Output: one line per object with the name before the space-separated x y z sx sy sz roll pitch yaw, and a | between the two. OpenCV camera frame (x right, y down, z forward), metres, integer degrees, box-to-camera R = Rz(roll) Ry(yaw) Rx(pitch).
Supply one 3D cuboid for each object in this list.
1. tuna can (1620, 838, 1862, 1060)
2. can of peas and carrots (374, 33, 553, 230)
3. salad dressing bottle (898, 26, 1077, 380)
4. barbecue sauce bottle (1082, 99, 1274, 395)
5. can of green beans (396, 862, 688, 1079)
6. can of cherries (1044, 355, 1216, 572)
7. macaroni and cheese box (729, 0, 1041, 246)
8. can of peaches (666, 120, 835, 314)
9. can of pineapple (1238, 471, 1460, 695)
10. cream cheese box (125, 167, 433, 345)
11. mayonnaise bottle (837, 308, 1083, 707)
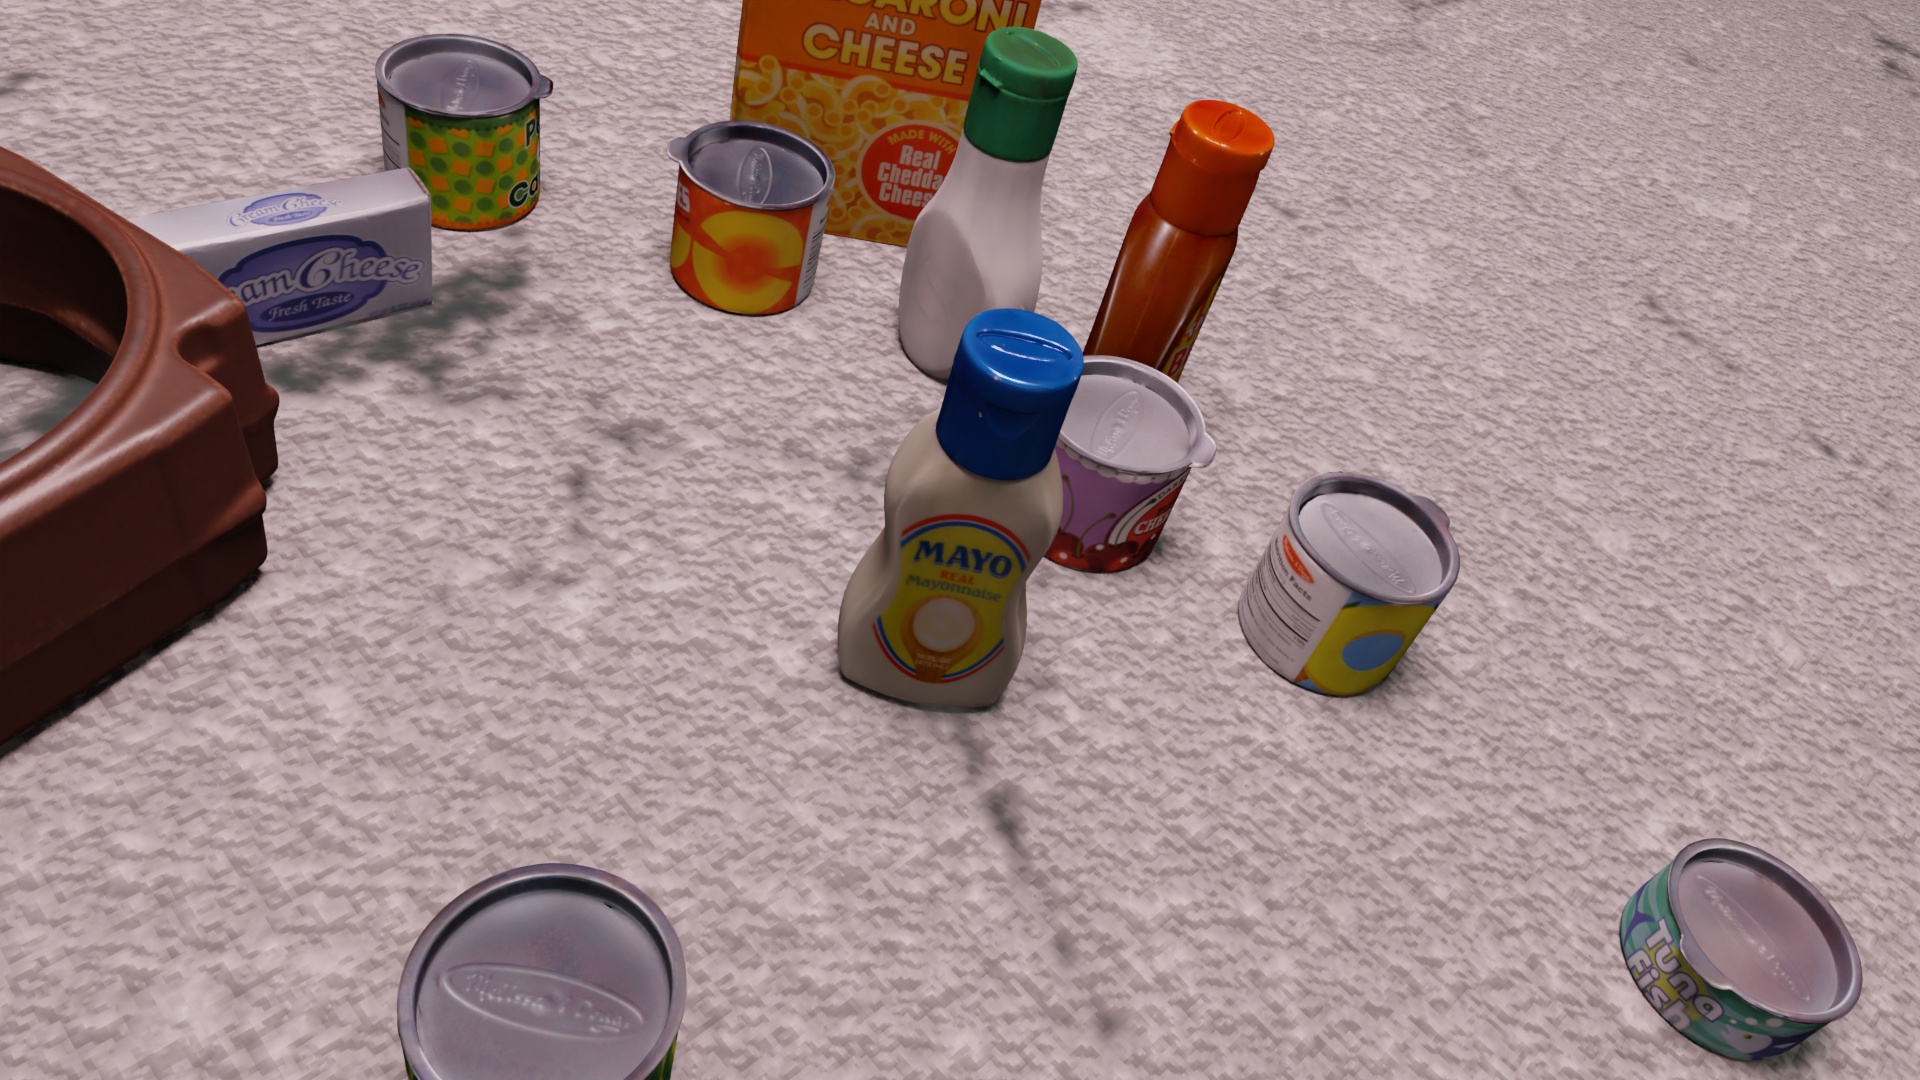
tuna can | 0.259 0.138 0.466 0.071 0.032 0.071 9 46 -9
can of peas and carrots | -0.214 -0.177 0.604 0.071 0.058 0.071 9 46 -9
salad dressing bottle | 0.011 -0.134 0.569 0.044 0.146 0.064 -24 58 -34
barbecue sauce bottle | 0.082 -0.104 0.562 0.044 0.147 0.065 26 45 8
can of green beans | -0.105 0.125 0.349 0.071 0.057 0.071 9 46 -9
can of cherries | 0.058 -0.028 0.546 0.071 0.058 0.072 9 46 -9
macaroni and cheese box | -0.036 -0.214 0.618 0.124 0.165 0.040 7 46 -11
can of peaches | -0.094 -0.141 0.607 0.071 0.057 0.071 9 46 -9
can of pineapple | 0.148 0.017 0.531 0.071 0.057 0.071 9 46 -9
cream cheese box | -0.254 -0.104 0.526 0.104 0.053 0.024 -23 57 -33
mayonnaise bottle | 0.002 -0.006 0.443 0.065 0.147 0.041 12 45 -6
